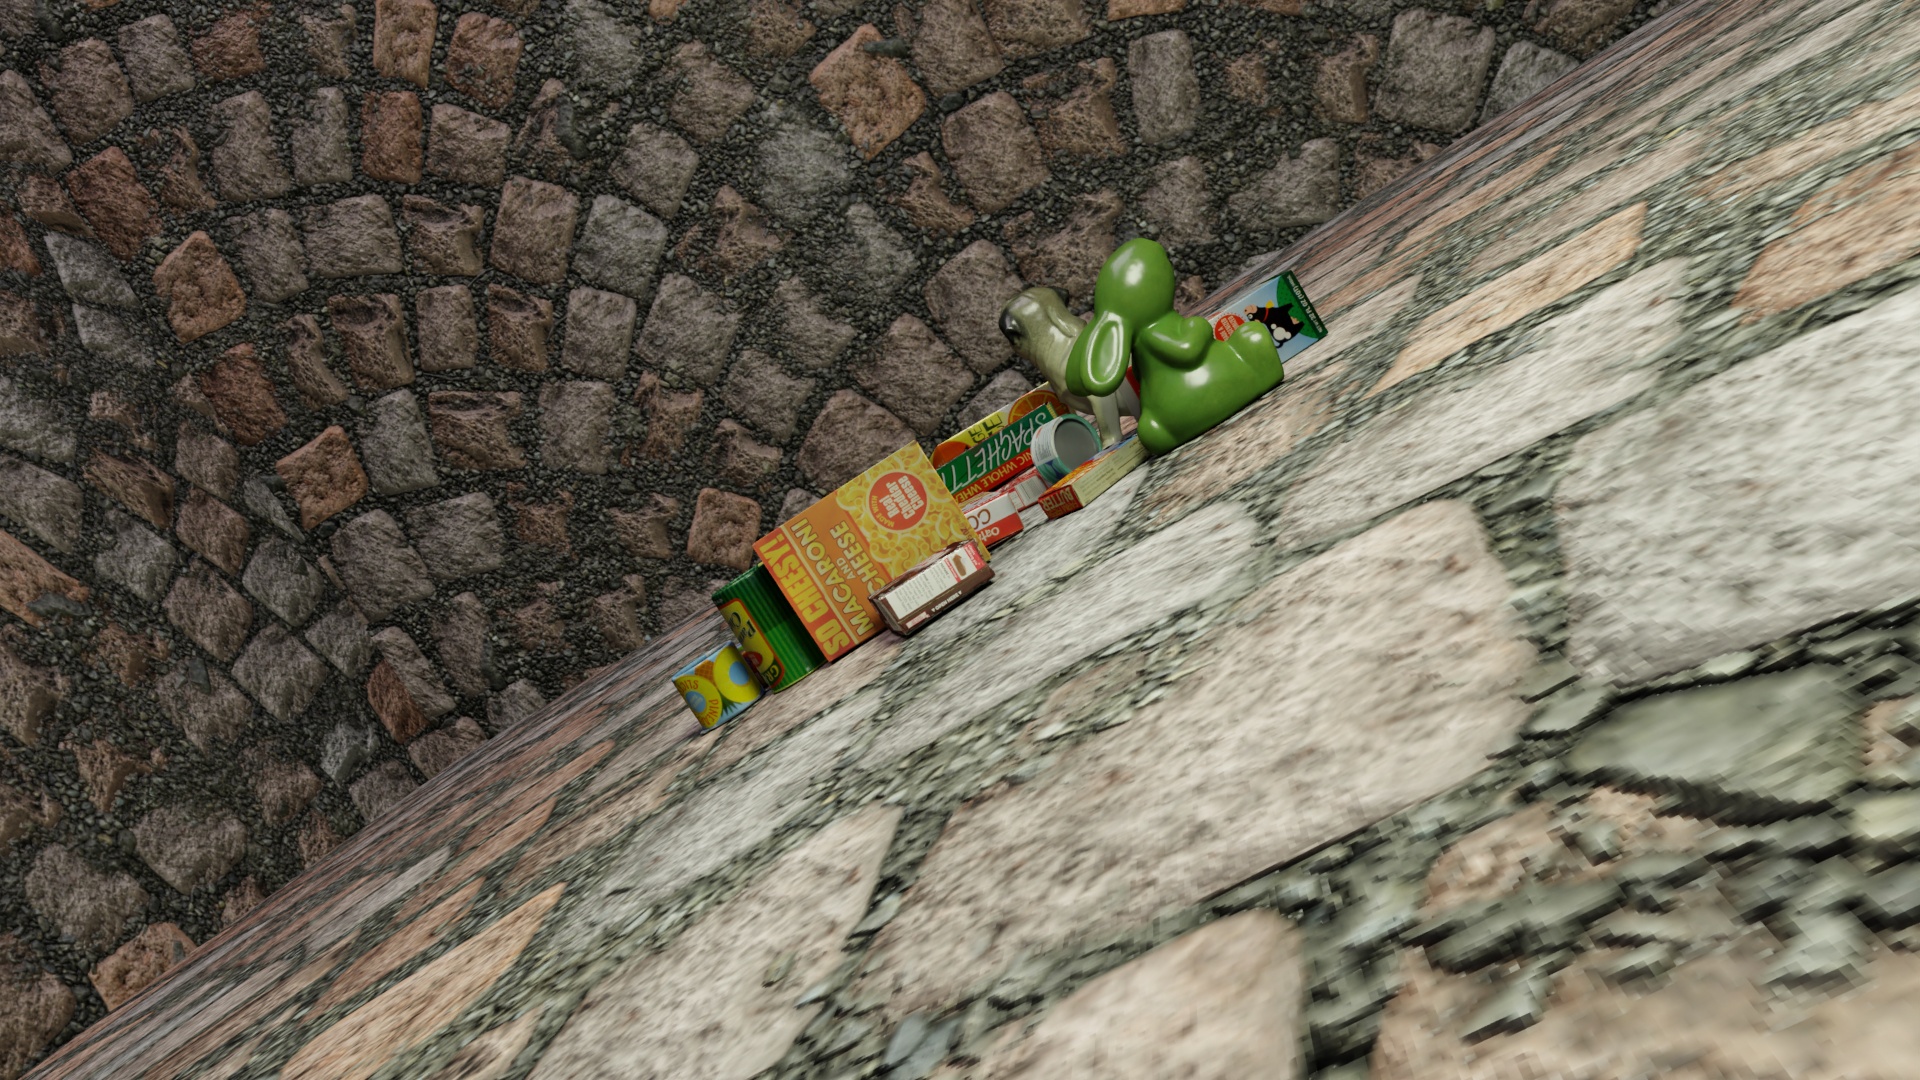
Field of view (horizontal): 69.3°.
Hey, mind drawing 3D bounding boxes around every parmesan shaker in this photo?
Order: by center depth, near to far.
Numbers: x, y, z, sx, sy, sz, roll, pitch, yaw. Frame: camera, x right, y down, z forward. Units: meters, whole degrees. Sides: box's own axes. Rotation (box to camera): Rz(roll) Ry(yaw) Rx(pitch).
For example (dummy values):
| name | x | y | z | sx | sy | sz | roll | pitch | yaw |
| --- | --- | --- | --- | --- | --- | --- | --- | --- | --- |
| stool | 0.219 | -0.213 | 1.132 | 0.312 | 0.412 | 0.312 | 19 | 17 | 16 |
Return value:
| name | x | y | z | sx | sy | sz | roll | pitch | yaw |
| --- | --- | --- | --- | --- | --- | --- | --- | --- | --- |
| parmesan shaker | -0.168 | 0.075 | 1.238 | 0.071 | 0.103 | 0.071 | -32 | 5 | 4 |

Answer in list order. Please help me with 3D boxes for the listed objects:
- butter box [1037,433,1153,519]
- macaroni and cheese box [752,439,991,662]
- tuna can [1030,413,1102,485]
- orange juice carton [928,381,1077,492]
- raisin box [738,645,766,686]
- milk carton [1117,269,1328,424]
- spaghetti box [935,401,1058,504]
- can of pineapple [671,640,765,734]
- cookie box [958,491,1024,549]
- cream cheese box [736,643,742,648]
| name | x | y | z | sx | sy | sz | roll | pitch | yaw |
| --- | --- | --- | --- | --- | --- | --- | --- | --- | --- |
| butter box | 0.119 | -0.057 | 1.217 | 0.104 | 0.024 | 0.053 | -36 | 7 | -33 |
| macaroni and cheese box | -0.076 | 0.009 | 1.204 | 0.166 | 0.123 | 0.040 | -33 | 2 | -5 |
| tuna can | 0.106 | -0.087 | 1.350 | 0.071 | 0.071 | 0.032 | -37 | 8 | -37 |
| orange juice carton | 0.043 | -0.093 | 1.542 | 0.193 | 0.072 | 0.073 | -30 | -21 | 3 |
| raisin box | -0.193 | 0.116 | 1.346 | 0.123 | 0.040 | 0.086 | -31 | 5 | 26 |
| milk carton | 0.240 | -0.172 | 1.310 | 0.191 | 0.072 | 0.073 | -32 | 5 | -4 |
| spaghetti box | -0.002 | -0.061 | 1.452 | 0.250 | 0.050 | 0.029 | -31 | 6 | 4 |
| can of pineapple | -0.222 | 0.133 | 1.265 | 0.071 | 0.058 | 0.071 | -32 | 6 | 4 |
| cookie box | -0.012 | -0.003 | 1.338 | 0.123 | 0.040 | 0.167 | -27 | 5 | -5 |
| cream cheese box | -0.259 | 0.138 | 1.589 | 0.103 | 0.024 | 0.053 | -27 | 8 | 45 |
